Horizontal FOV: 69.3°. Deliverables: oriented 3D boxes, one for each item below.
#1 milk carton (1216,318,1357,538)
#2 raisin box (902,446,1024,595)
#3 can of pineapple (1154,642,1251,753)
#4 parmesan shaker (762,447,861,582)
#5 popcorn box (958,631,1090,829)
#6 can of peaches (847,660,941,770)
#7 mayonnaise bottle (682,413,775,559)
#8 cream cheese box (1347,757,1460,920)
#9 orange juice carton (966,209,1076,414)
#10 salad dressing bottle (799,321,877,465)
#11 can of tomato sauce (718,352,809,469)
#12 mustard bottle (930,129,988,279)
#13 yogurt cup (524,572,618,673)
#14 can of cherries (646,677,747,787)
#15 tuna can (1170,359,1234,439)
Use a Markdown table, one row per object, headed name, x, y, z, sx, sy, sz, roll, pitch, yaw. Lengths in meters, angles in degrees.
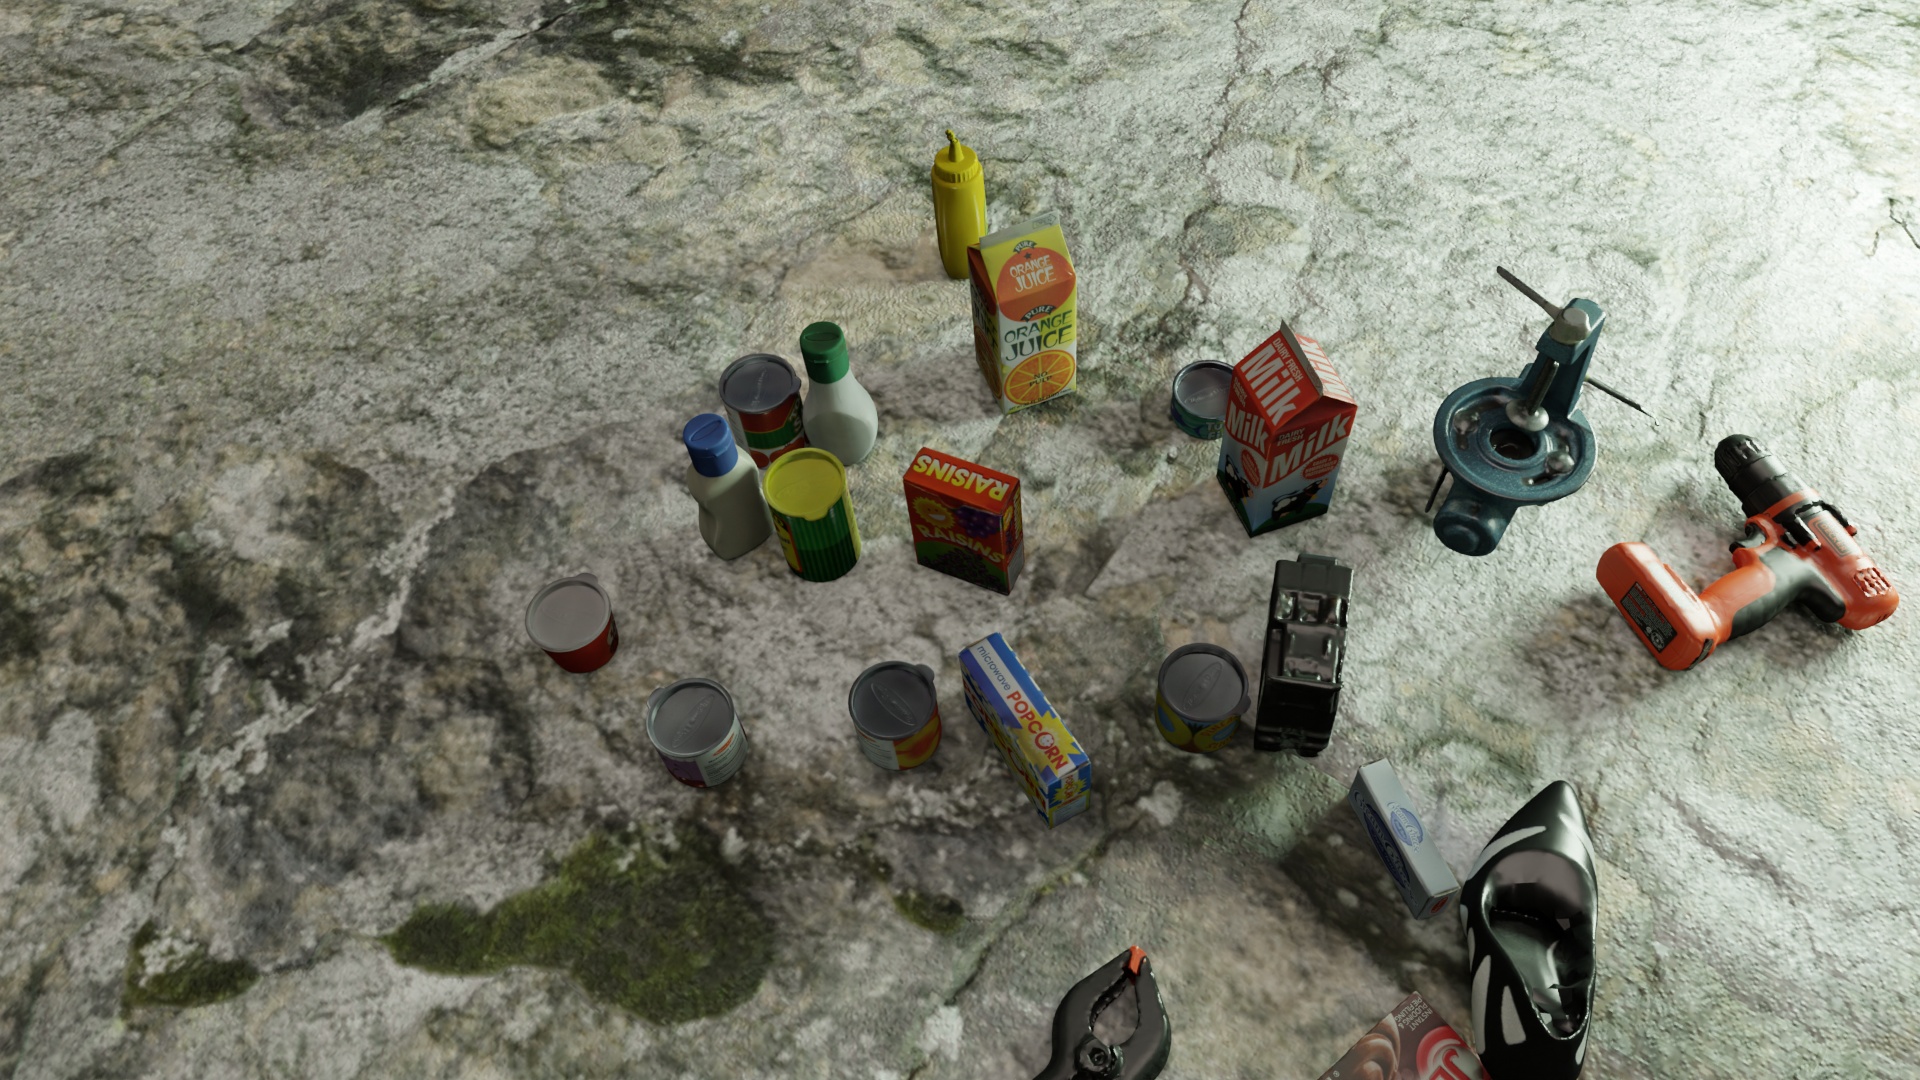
| name | x | y | z | sx | sy | sz | roll | pitch | yaw |
| --- | --- | --- | --- | --- | --- | --- | --- | --- | --- |
| milk carton | 0.257 | -0.089 | 1.099 | 0.073 | 0.189 | 0.072 | -18 | 57 | -7 |
| raisin box | 0.004 | -0.014 | 1.107 | 0.086 | 0.122 | 0.040 | 20 | 61 | 17 |
| can of pineapple | 0.181 | 0.121 | 1.045 | 0.071 | 0.057 | 0.071 | -2 | 57 | 3 |
| parmesan shaker | -0.119 | -0.017 | 1.130 | 0.071 | 0.102 | 0.071 | -2 | 57 | 3 |
| popcorn box | 0.047 | 0.140 | 1.025 | 0.038 | 0.084 | 0.127 | -28 | 59 | -13 |
| can of peaches | -0.047 | 0.132 | 1.054 | 0.071 | 0.057 | 0.071 | -2 | 57 | 3 |
| mayonnaise bottle | -0.191 | -0.045 | 1.127 | 0.065 | 0.147 | 0.041 | -36 | 61 | -18 |
| cream cheese box | 0.310 | 0.210 | 0.979 | 0.024 | 0.053 | 0.104 | -18 | 57 | -8 |
| orange juice carton | 0.053 | -0.201 | 1.186 | 0.072 | 0.191 | 0.073 | -20 | 58 | -8 |
| salad dressing bottle | -0.106 | -0.123 | 1.173 | 0.064 | 0.147 | 0.044 | 0 | 57 | 4 |
| can of tomato sauce | -0.167 | -0.112 | 1.208 | 0.071 | 0.082 | 0.071 | -2 | 57 | 3 |
| mustard bottle | -0.001 | -0.315 | 1.285 | 0.049 | 0.159 | 0.065 | -8 | 57 | -1 |
| yogurt cup | -0.308 | 0.071 | 1.115 | 0.072 | 0.053 | 0.073 | -2 | 57 | 3 |
| can of cherries | -0.201 | 0.145 | 1.056 | 0.071 | 0.058 | 0.072 | -2 | 57 | 3 |
| tuna can | 0.219 | -0.121 | 1.217 | 0.071 | 0.032 | 0.071 | -2 | 57 | 3 |
